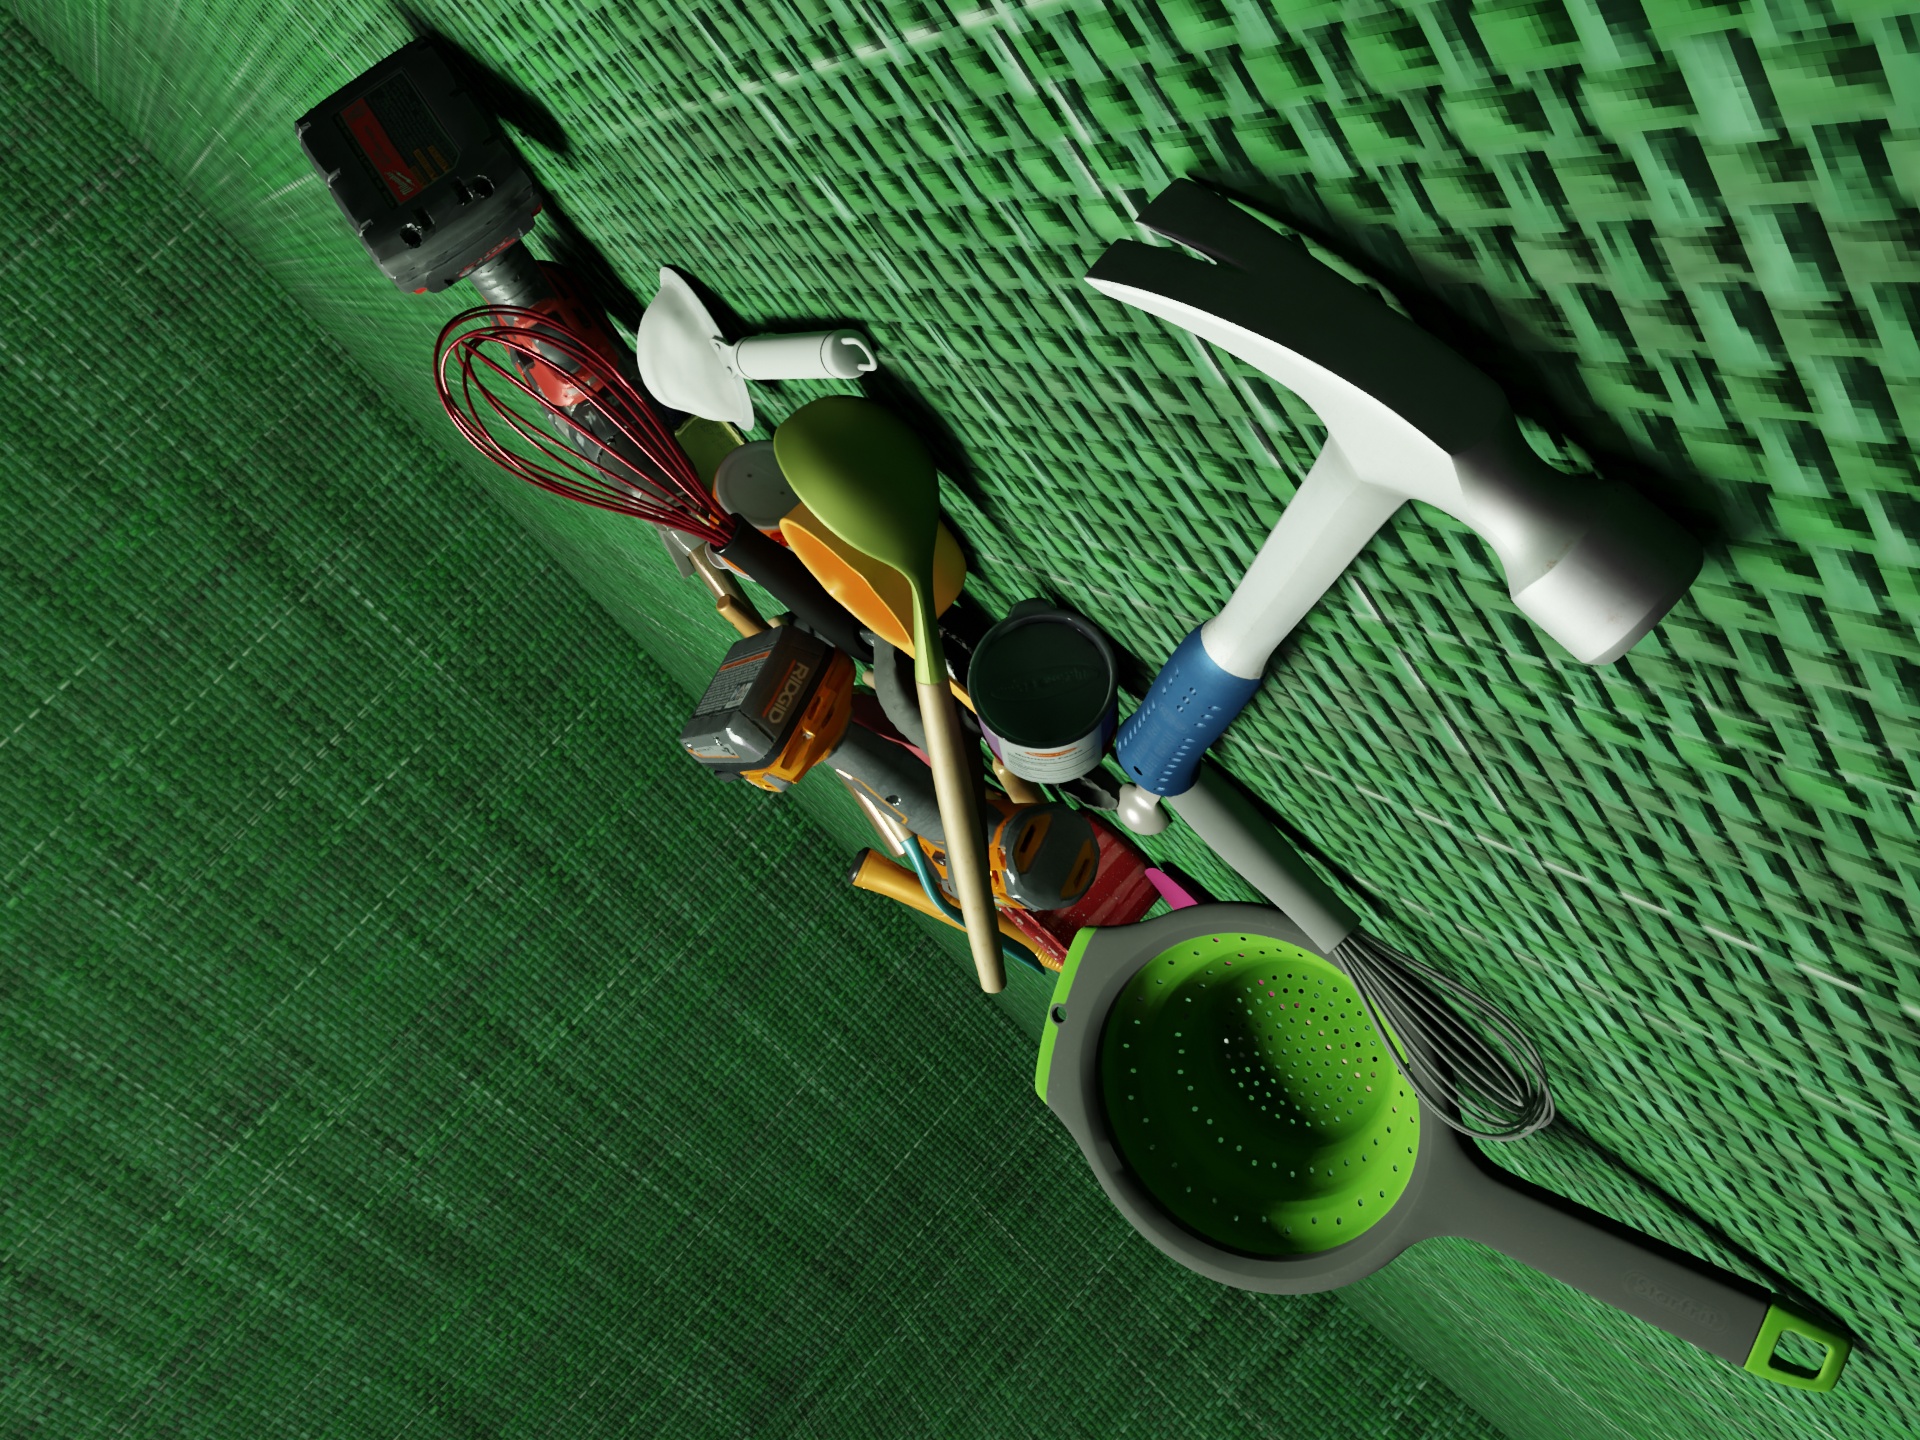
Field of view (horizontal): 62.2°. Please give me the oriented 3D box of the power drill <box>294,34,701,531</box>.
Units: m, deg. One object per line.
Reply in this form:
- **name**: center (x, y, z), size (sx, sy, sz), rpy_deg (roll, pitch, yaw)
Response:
- **power drill**: center (-0.216, -0.205, 0.805), size (0.188, 0.080, 0.226), rpy_deg (54, 178, 24)

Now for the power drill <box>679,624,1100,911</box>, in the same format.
- **power drill**: center (-0.046, 0.039, 0.934), size (0.226, 0.084, 0.164), rpy_deg (33, 164, -19)

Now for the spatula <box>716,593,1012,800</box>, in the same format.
- **spatula**: center (-0.054, -0.002, 1.086), size (0.081, 0.041, 0.322), rpy_deg (31, 172, 46)

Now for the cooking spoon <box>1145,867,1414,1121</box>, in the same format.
- **cooking spoon**: center (0.234, 0.200, 0.983), size (0.319, 0.017, 0.068), rpy_deg (43, 169, 2)

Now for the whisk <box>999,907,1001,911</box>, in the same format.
- **whisk**: center (0.039, 0.118, 1.231), size (0.070, 0.070, 0.284), rpy_deg (42, 175, 6)

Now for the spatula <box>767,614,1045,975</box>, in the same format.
- **spatula**: center (-0.042, 0.056, 1.142), size (0.317, 0.044, 0.082), rpy_deg (58, 180, -4)

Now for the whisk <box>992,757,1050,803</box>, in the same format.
- **whisk**: center (0.075, 0.096, 1.119), size (0.051, 0.047, 0.244), rpy_deg (21, 155, 40)

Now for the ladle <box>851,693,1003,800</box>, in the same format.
- **ladle**: center (0.016, 0.055, 1.099), size (0.069, 0.031, 0.315), rpy_deg (25, 170, 45)

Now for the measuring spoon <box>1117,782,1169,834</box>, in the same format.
- **measuring spoon**: center (0.096, 0.039, 0.847), size (0.034, 0.018, 0.124), rpy_deg (41, 169, 15)

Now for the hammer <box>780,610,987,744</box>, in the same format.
- **hammer**: center (-0.070, -0.056, 1.062), size (0.149, 0.036, 0.409), rpy_deg (47, 170, -16)

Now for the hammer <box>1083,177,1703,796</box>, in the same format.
- **hammer**: center (0.088, -0.031, 0.523), size (0.144, 0.035, 0.405), rpy_deg (42, 170, 7)

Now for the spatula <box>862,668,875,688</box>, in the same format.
- **spatula**: center (-0.002, -0.003, 1.061), size (0.059, 0.018, 0.316), rpy_deg (34, 175, -27)

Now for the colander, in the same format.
- **colander**: center (0.235, 0.215, 0.810), size (0.397, 0.204, 0.094), rpy_deg (21, -164, 25)

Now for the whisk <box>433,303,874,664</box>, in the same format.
- **whisk**: center (-0.129, -0.103, 0.780), size (0.295, 0.073, 0.073), rpy_deg (35, 177, -38)

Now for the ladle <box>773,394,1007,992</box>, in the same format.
- **ladle**: center (-0.021, 0.003, 0.726), size (0.078, 0.062, 0.319), rpy_deg (-80, -18, -56)

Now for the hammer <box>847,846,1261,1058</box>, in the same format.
- **hammer**: center (0.069, 0.181, 1.230), size (0.337, 0.034, 0.127), rpy_deg (25, 171, -2)

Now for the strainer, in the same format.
- **strainer**: center (-0.098, -0.163, 0.712), size (0.259, 0.050, 0.086), rpy_deg (20, 141, 59)

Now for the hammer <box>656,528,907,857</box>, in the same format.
- **hammer**: center (-0.133, -0.036, 1.206), size (0.331, 0.031, 0.130), rpy_deg (55, 170, -7)

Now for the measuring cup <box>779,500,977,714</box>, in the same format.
- **measuring cup**: center (-0.009, -0.054, 0.776), size (0.173, 0.052, 0.095), rpy_deg (43, 171, -10)

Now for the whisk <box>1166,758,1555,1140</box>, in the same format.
- **whisk**: center (0.172, 0.097, 0.720), size (0.239, 0.055, 0.055), rpy_deg (46, 171, 12)
